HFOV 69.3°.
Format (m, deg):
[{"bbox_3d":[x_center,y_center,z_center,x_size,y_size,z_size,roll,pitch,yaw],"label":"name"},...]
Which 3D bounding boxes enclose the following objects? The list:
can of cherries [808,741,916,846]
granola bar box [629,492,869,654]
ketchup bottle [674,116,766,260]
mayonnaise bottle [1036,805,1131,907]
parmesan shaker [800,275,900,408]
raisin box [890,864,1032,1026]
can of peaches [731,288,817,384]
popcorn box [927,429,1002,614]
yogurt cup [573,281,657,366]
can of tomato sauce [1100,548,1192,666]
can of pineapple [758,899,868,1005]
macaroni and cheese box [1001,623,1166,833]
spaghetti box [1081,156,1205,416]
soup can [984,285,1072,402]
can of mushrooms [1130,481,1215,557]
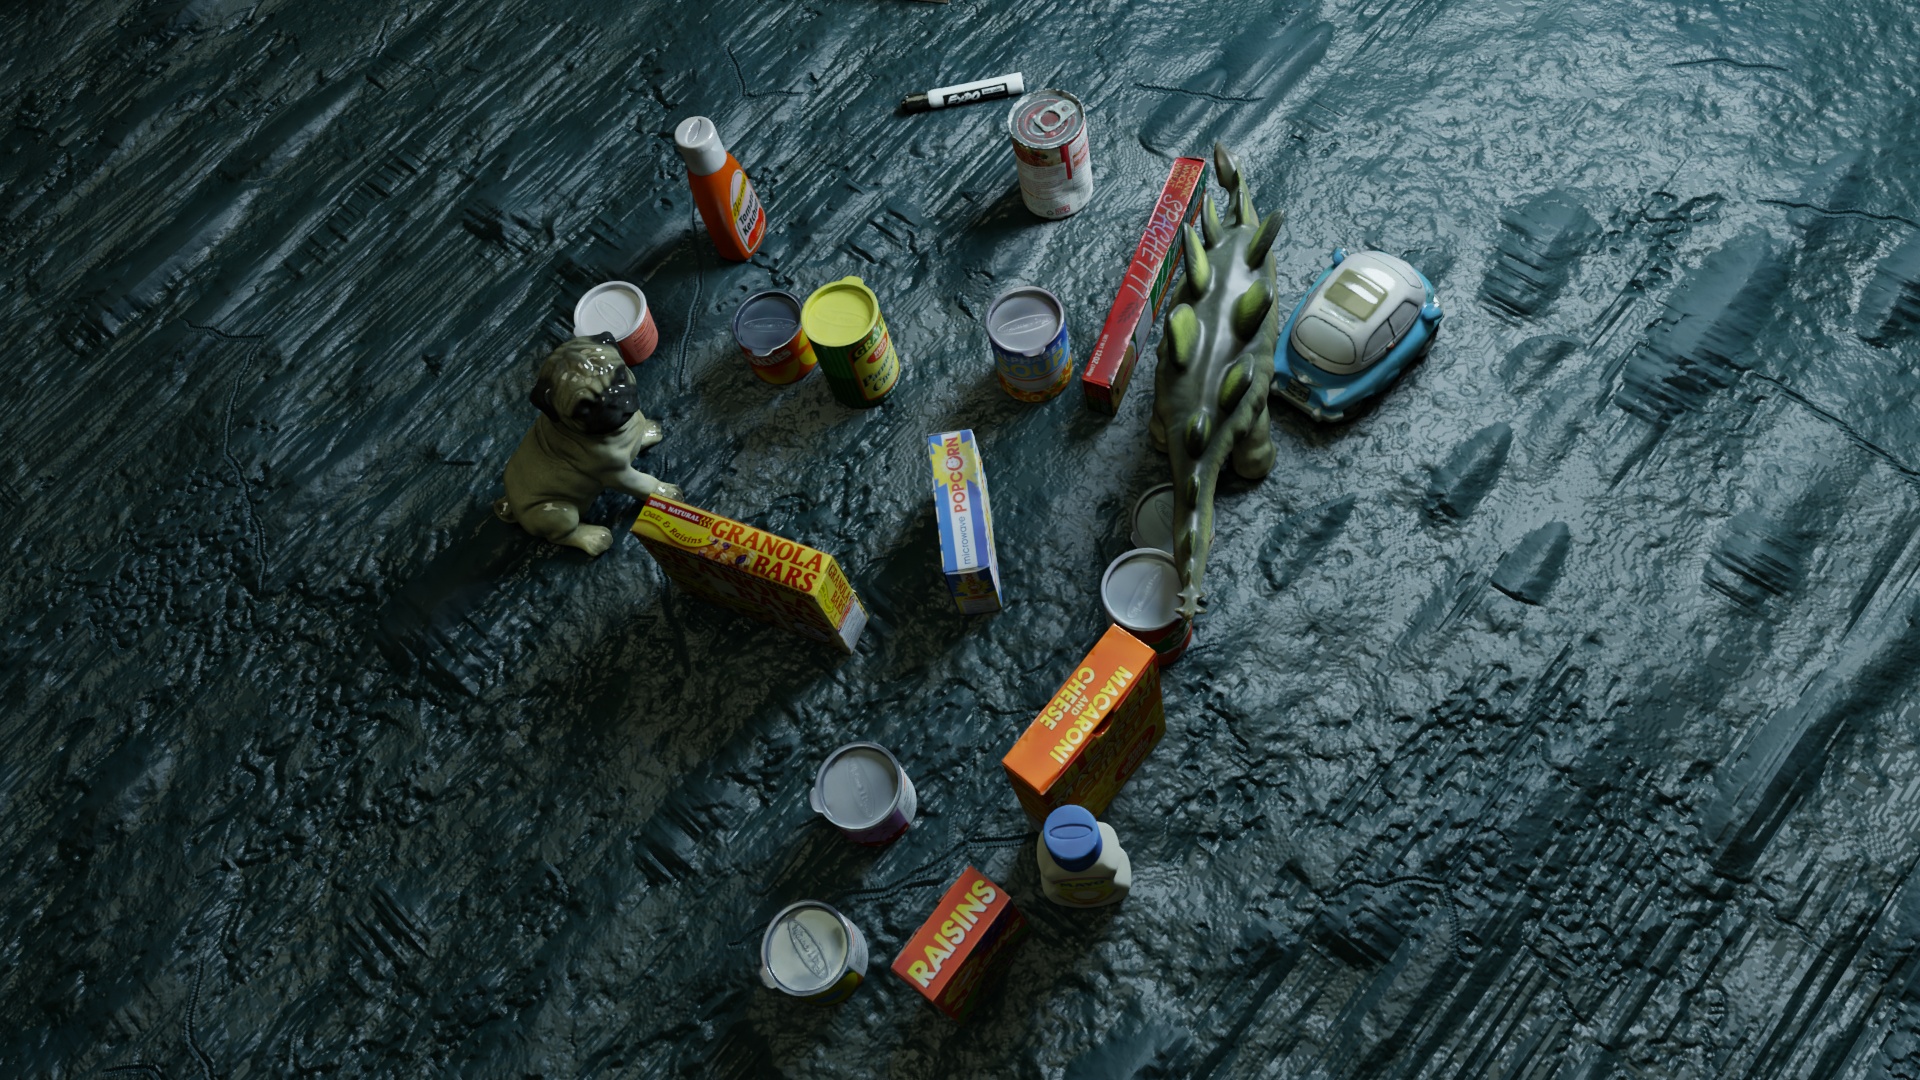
[{"bbox_3d":[-0.073,0.192,1.044,0.071,0.058,0.072,-4,64,8],"label":"can of cherries"},{"bbox_3d":[-0.164,0.027,1.104,0.166,0.123,0.039,18,69,18],"label":"granola bar box"},{"bbox_3d":[-0.221,-0.324,1.272,0.043,0.148,0.065,9,66,14],"label":"ketchup bottle"},{"bbox_3d":[0.082,0.218,0.953,0.065,0.147,0.041,-6,64,7],"label":"mayonnaise bottle"},{"bbox_3d":[-0.091,-0.169,1.199,0.071,0.102,0.071,-4,64,8],"label":"parmesan shaker"},{"bbox_3d":[0.003,0.279,0.951,0.040,0.123,0.086,34,75,23],"label":"raisin box"},{"bbox_3d":[-0.165,-0.180,1.243,0.071,0.058,0.071,-4,64,8],"label":"can of peaches"},{"bbox_3d":[0.004,-0.014,1.116,0.038,0.085,0.127,-10,63,6],"label":"popcorn box"},{"bbox_3d":[-0.314,-0.197,1.280,0.072,0.053,0.072,-4,64,8],"label":"yogurt cup"},{"bbox_3d":[0.145,0.053,1.059,0.071,0.082,0.071,-4,64,8],"label":"can of tomato sauce"},{"bbox_3d":[-0.106,0.298,0.998,0.071,0.057,0.071,-4,64,8],"label":"can of pineapple"},{"bbox_3d":[0.092,0.144,0.977,0.040,0.166,0.124,35,75,23],"label":"macaroni and cheese box"},{"bbox_3d":[0.163,-0.225,1.211,0.029,0.050,0.251,17,68,17],"label":"spaghetti box"},{"bbox_3d":[0.060,-0.163,1.180,0.071,0.083,0.071,-4,64,8],"label":"soup can"},{"bbox_3d":[0.169,-0.010,1.114,0.071,0.033,0.071,-4,64,8],"label":"can of mushrooms"}]
